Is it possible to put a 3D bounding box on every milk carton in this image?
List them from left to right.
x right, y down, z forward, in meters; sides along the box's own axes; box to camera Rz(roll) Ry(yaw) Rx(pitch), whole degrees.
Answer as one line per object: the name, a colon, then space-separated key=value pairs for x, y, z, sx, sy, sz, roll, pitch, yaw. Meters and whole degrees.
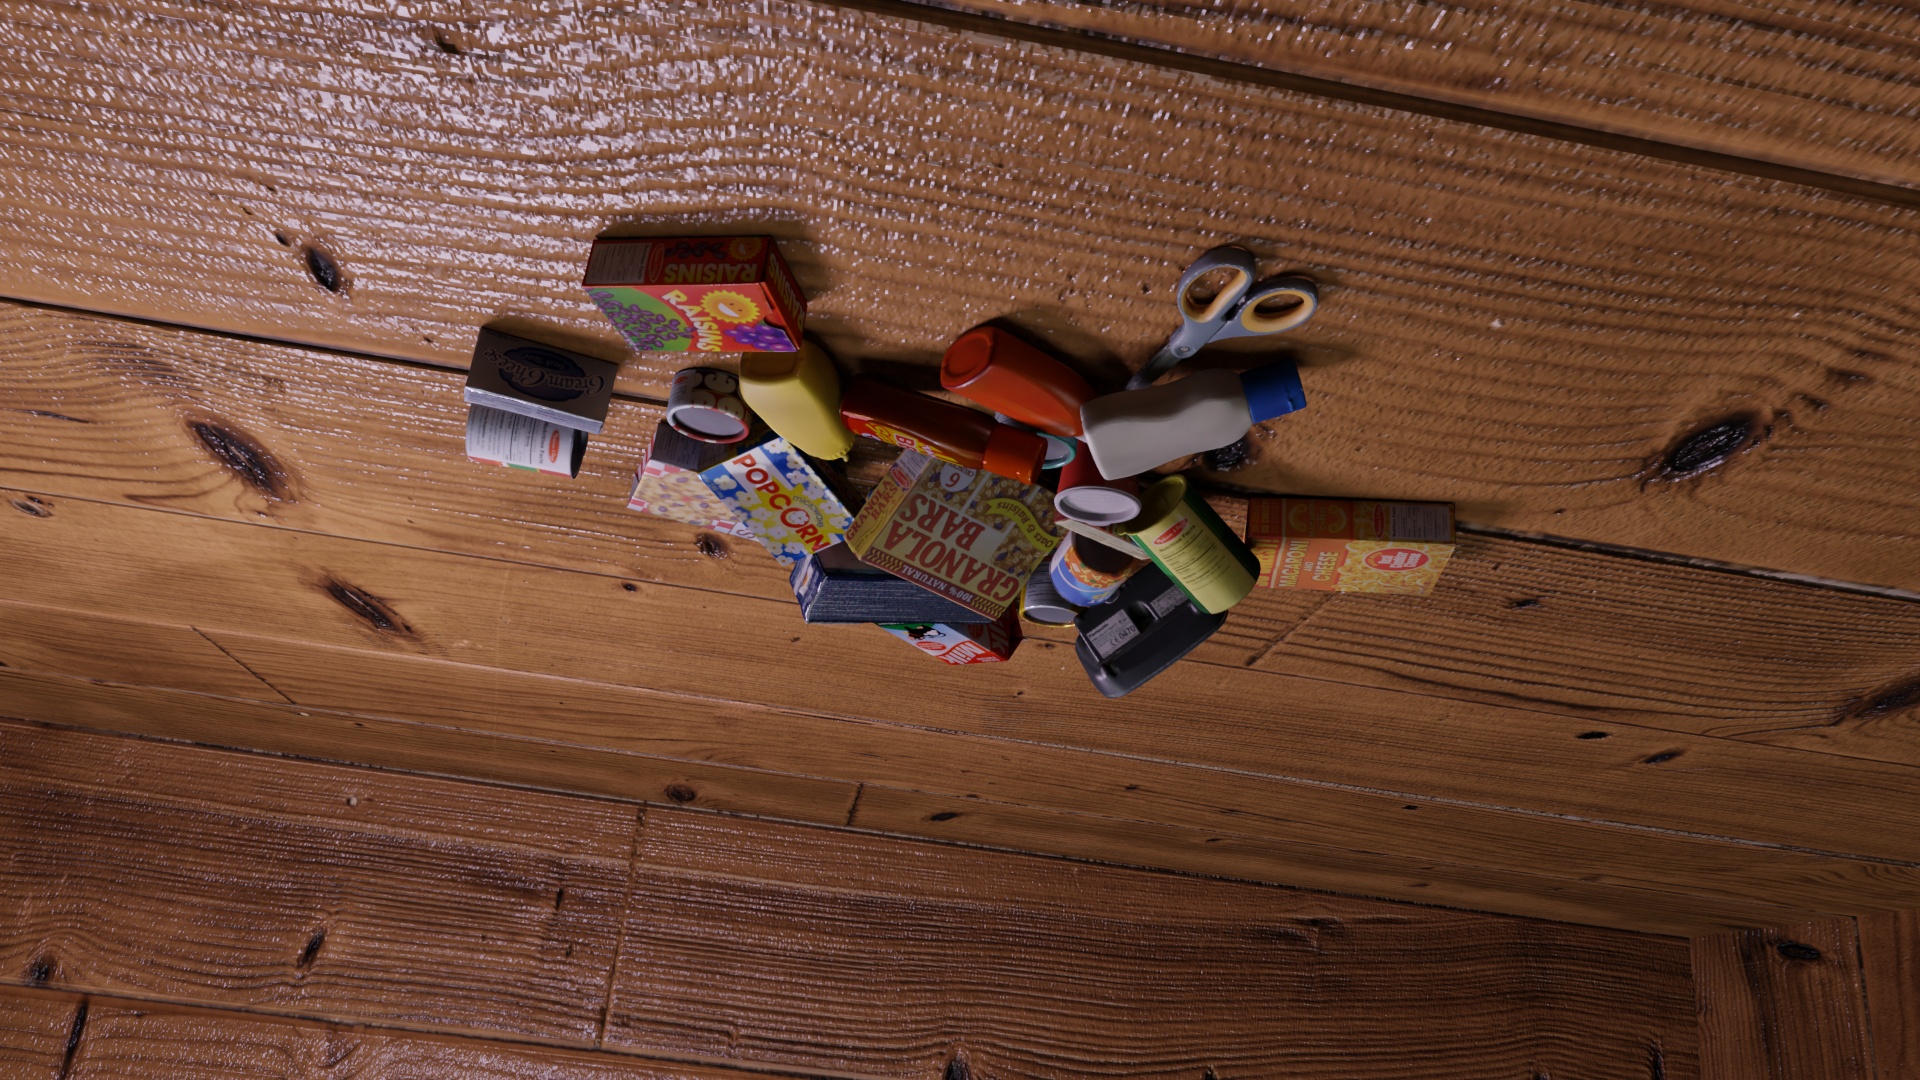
milk carton: x=-0.005 y=0.078 z=1.434 sx=0.072 sy=0.074 sz=0.190 roll=-7 pitch=155 yaw=31

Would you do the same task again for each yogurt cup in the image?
yogurt cup: x=0.110 y=-0.050 z=1.095 sx=0.072 sy=0.054 sz=0.072 roll=6 pitch=159 yaw=2

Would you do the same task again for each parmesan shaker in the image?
parmesan shaker: x=0.189 y=0.005 z=1.144 sx=0.103 sy=0.072 sz=0.071 roll=45 pitch=143 yaw=-21

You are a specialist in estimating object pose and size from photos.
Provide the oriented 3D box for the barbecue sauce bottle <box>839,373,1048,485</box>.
barbecue sauce bottle: x=-0.011 y=-0.080 z=1.016 sx=0.148 sy=0.043 sz=0.065 roll=19 pitch=175 yaw=12

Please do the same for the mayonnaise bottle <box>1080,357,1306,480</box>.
mayonnaise bottle: x=0.161 y=-0.087 z=0.957 sx=0.148 sy=0.041 sz=0.064 roll=-16 pitch=140 yaw=12

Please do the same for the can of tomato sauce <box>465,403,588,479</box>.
can of tomato sauce: x=-0.346 y=-0.089 z=1.117 sx=0.083 sy=0.071 sz=0.071 roll=10 pitch=158 yaw=-7

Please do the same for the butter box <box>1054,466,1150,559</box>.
butter box: x=0.126 y=-0.024 z=1.160 sx=0.103 sy=0.053 sz=0.024 roll=22 pitch=157 yaw=-32

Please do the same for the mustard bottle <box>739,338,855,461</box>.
mustard bottle: x=-0.113 y=-0.098 z=1.045 sx=0.065 sy=0.049 sz=0.159 roll=2 pitch=159 yaw=15

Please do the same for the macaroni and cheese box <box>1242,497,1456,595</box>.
macaroni and cheese box: x=0.328 y=0.006 z=1.194 sx=0.166 sy=0.040 sz=0.123 roll=3 pitch=158 yaw=9

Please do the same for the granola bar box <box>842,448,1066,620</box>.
granola bar box: x=0.004 y=-0.014 z=1.137 sx=0.165 sy=0.124 sz=0.039 roll=26 pitch=-165 yaw=-41

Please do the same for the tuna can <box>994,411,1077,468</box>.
tuna can: x=0.059 y=-0.081 z=1.060 sx=0.071 sy=0.033 sz=0.071 roll=6 pitch=159 yaw=3

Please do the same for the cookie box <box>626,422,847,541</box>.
cookie box: x=-0.198 y=-0.045 z=1.223 sx=0.167 sy=0.040 sz=0.122 roll=15 pitch=157 yaw=-18

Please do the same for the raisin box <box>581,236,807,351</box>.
raisin box: x=-0.173 y=-0.161 z=0.916 sx=0.123 sy=0.040 sz=0.086 roll=1 pitch=157 yaw=11

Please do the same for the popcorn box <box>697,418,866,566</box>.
popcorn box: x=-0.144 y=-0.042 z=1.139 sx=0.085 sy=0.038 sz=0.126 roll=-23 pitch=132 yaw=18

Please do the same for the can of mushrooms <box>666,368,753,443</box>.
can of mushrooms: x=-0.191 y=-0.103 z=1.078 sx=0.071 sy=0.033 sz=0.070 roll=6 pitch=158 yaw=2

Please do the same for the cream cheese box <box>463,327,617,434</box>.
cream cheese box: x=-0.315 y=-0.119 z=1.046 sx=0.104 sy=0.053 sz=0.024 roll=14 pitch=156 yaw=-19

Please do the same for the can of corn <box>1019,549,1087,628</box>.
can of corn: x=0.093 y=0.049 z=1.350 sx=0.071 sy=0.058 sz=0.071 roll=6 pitch=159 yaw=2

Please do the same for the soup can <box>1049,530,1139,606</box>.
soup can: x=0.123 y=0.017 z=1.245 sx=0.071 sy=0.071 sz=0.083 roll=9 pitch=158 yaw=-6

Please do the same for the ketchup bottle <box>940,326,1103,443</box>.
ketchup bottle: x=0.060 y=-0.103 z=0.989 sx=0.149 sy=0.043 sz=0.064 roll=22 pitch=157 yaw=-34
